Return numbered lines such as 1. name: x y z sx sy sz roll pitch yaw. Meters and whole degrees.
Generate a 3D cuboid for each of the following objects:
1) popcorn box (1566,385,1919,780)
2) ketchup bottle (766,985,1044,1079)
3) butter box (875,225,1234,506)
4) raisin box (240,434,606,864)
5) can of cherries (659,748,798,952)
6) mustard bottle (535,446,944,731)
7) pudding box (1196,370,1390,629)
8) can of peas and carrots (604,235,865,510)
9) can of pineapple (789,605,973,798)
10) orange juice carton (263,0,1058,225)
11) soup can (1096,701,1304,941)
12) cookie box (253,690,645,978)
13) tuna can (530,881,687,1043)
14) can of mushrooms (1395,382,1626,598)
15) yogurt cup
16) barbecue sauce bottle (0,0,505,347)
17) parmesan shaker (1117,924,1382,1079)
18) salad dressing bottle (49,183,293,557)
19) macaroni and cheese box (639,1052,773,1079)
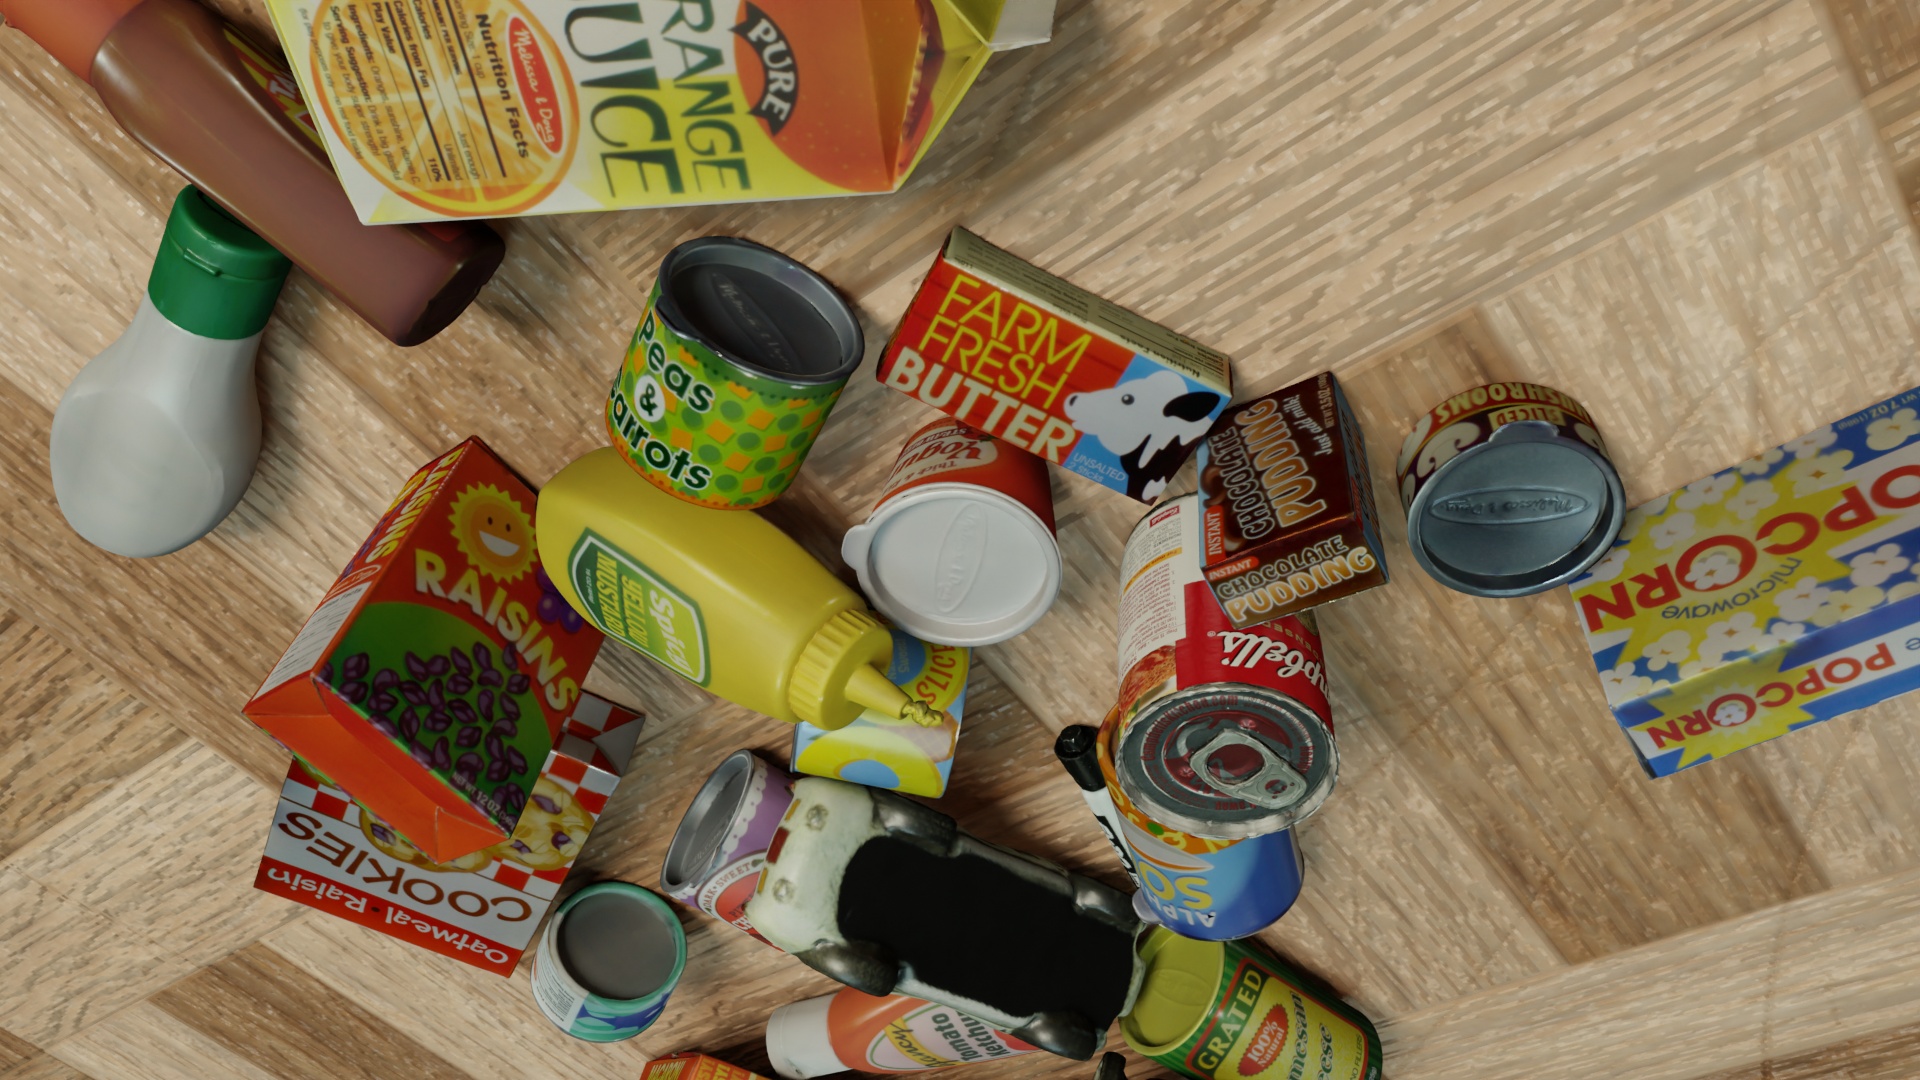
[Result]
1. popcorn box: 0.260 0.012 0.431 0.126 0.085 0.038 -28 119 27
2. ketchup bottle: -0.023 0.227 0.665 0.148 0.044 0.064 -20 121 22
3. butter box: 0.030 -0.055 0.447 0.103 0.024 0.052 23 127 -11
4. raisin box: -0.174 0.035 0.481 0.040 0.124 0.086 -25 121 26
5. can of cherries: -0.083 0.131 0.579 0.058 0.072 0.071 35 125 -19
6. mustard bottle: -0.073 0.023 0.465 0.160 0.049 0.065 27 136 25
7. pudding box: 0.101 -0.014 0.433 0.049 0.084 0.030 -21 120 23
8. can of peas and carrots: -0.073 -0.051 0.434 0.071 0.071 0.058 25 128 -12
9. can of pineapple: -0.029 0.058 0.517 0.058 0.071 0.070 11 129 -2
10. orange juice carton: -0.069 -0.136 0.366 0.193 0.072 0.072 -2 128 9
11. soup can: 0.091 0.104 0.536 0.071 0.072 0.083 -10 126 15
12. cookie box: -0.226 0.115 0.605 0.123 0.040 0.166 25 126 -12
13. tuna can: -0.160 0.194 0.644 0.071 0.071 0.032 22 127 -10
14. can of mushrooms: 0.178 -0.018 0.451 0.071 0.034 0.070 4 129 5
15. yogurt cup: 0.002 -0.006 0.470 0.072 0.054 0.072 4 129 5
16. barbecue sauce bottle: -0.208 -0.120 0.406 0.148 0.065 0.043 40 99 -12
17. parmesan shaker: 0.132 0.217 0.625 0.103 0.072 0.071 34 125 -19
18. salad dressing bottle: -0.265 -0.056 0.474 0.064 0.044 0.147 32 124 -15
19. macaroni and cheese box: -0.080 0.312 0.716 0.166 0.040 0.123 27 151 -13
